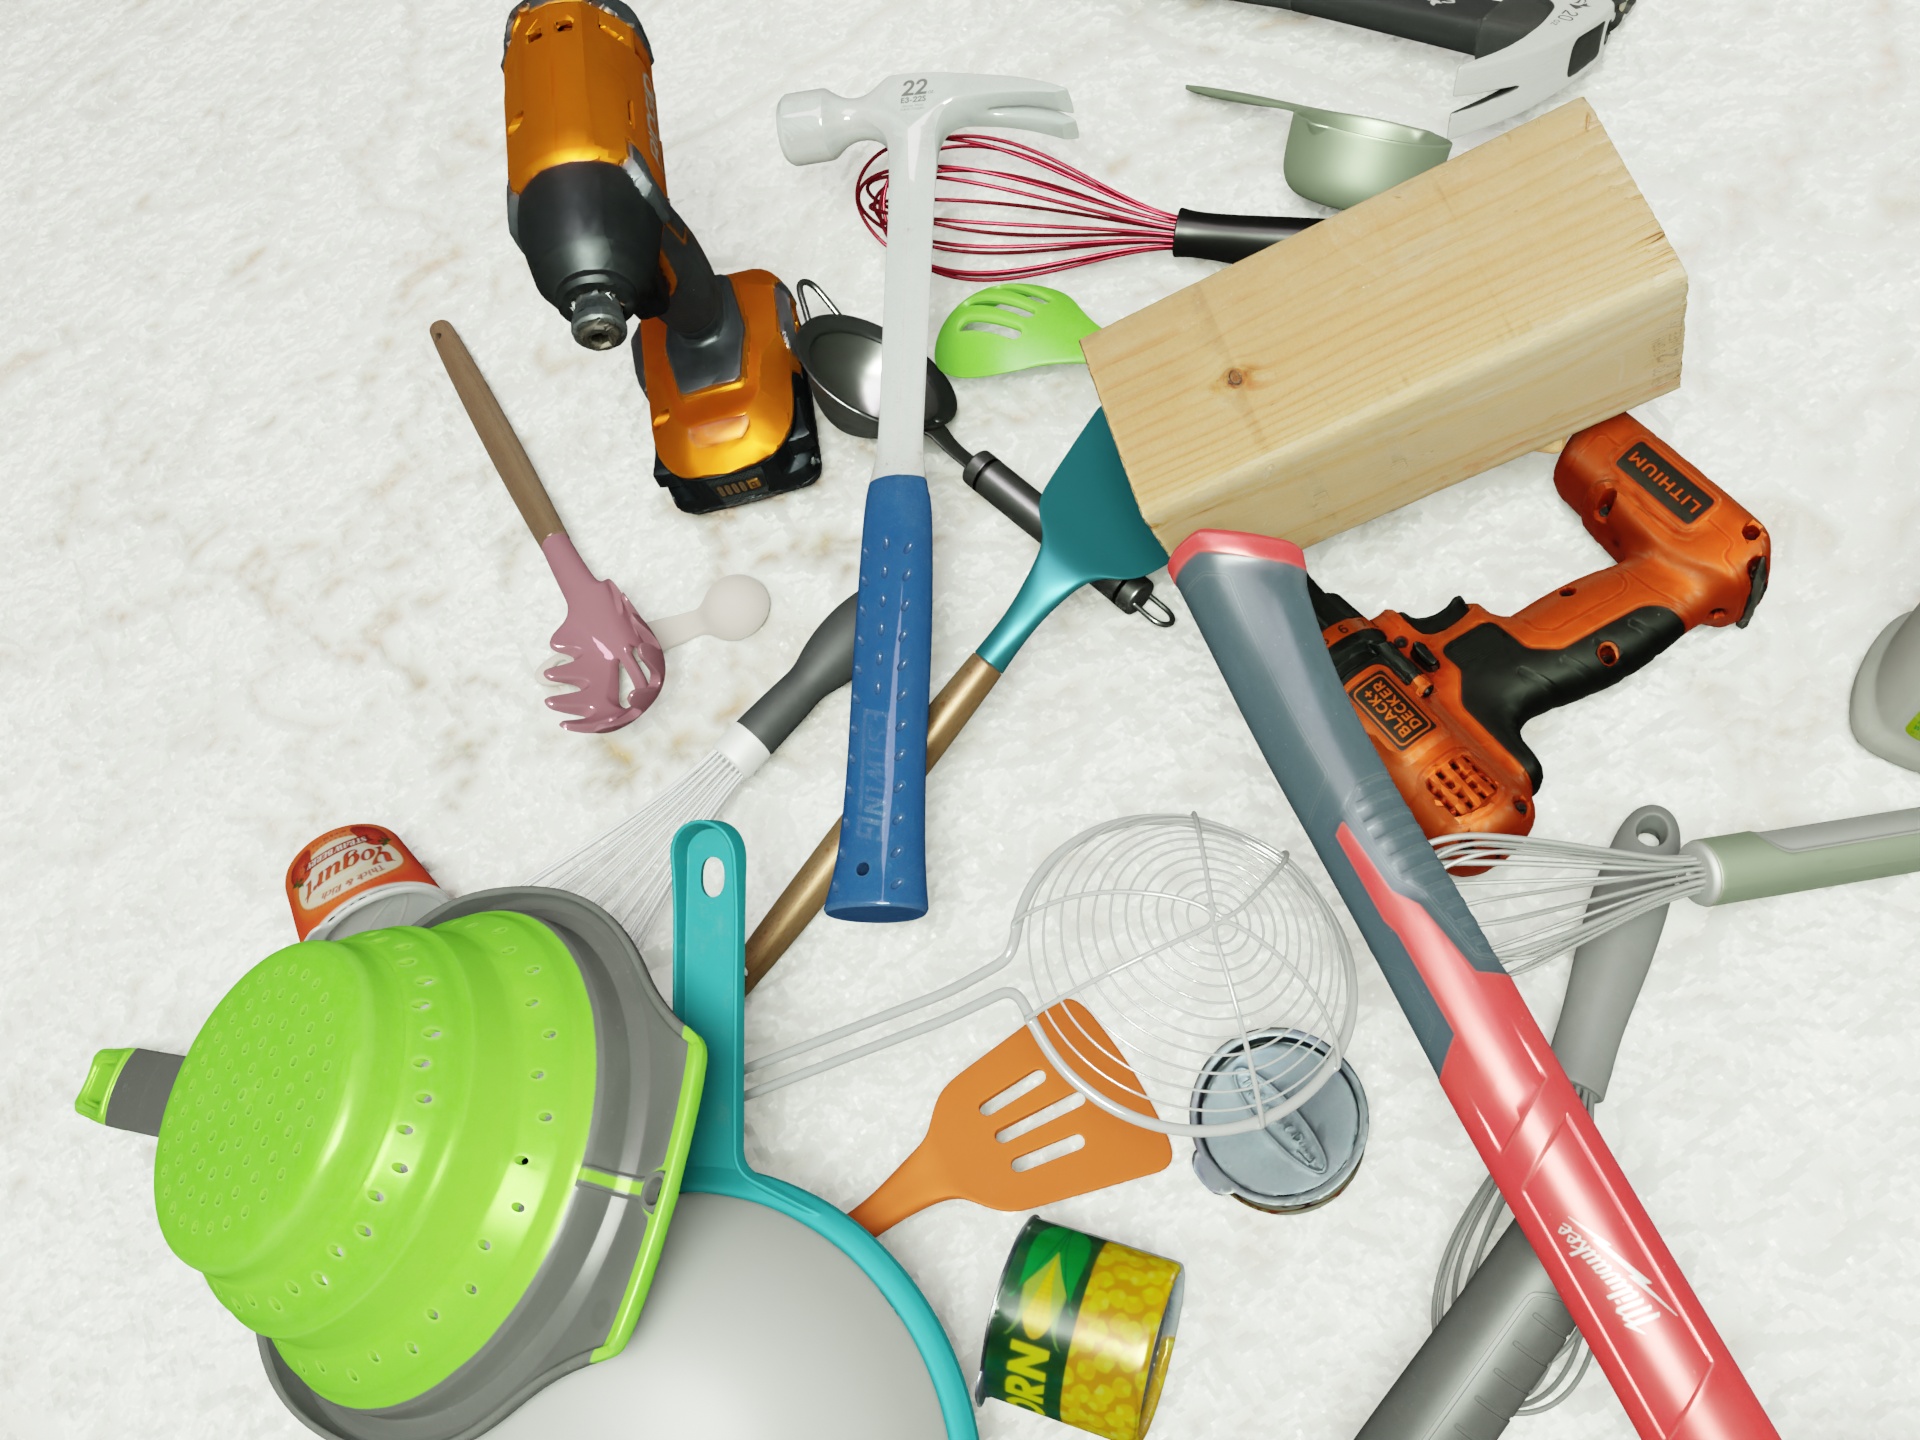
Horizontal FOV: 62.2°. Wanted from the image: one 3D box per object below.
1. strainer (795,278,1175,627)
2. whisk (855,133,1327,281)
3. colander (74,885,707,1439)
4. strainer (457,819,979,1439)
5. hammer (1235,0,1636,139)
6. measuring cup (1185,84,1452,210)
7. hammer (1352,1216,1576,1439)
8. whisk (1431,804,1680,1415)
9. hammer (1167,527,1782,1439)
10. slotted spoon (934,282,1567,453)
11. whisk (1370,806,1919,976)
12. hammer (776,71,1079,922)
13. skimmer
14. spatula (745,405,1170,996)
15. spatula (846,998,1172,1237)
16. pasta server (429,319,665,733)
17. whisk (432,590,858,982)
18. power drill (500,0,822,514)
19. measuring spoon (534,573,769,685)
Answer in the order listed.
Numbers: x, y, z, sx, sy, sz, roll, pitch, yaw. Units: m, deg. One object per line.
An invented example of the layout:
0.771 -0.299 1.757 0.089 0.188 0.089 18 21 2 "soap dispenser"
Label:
0.003 -0.121 0.758 0.259 0.050 0.087 42 39 21 "strainer"
0.088 -0.242 0.783 0.296 0.073 0.073 11 69 13 "whisk"
-0.271 0.145 0.602 0.397 0.094 0.205 -4 63 38 "colander"
-0.105 0.204 0.552 0.211 0.095 0.340 -2 85 19 "strainer"
0.160 -0.379 0.822 0.335 0.035 0.146 26 55 27 "hammer"
0.166 -0.285 0.791 0.083 0.038 0.168 -11 33 -34 "measuring cup"
0.119 0.281 0.517 0.128 0.033 0.331 36 91 27 "hammer"
0.228 0.135 0.584 0.055 0.055 0.239 18 67 21 "whisk"
0.151 0.106 0.513 0.143 0.038 0.387 -31 67 13 "hammer"
0.117 -0.160 0.724 0.314 0.031 0.070 19 59 30 "slotted spoon"
0.261 0.056 0.579 0.246 0.059 0.058 -7 22 -11 "whisk"
-0.021 -0.115 0.697 0.144 0.035 0.406 -3 71 14 "hammer"
-0.029 0.137 0.628 0.363 0.090 0.127 -24 54 23 "skimmer"
-0.001 -0.002 0.698 0.082 0.044 0.317 39 91 10 "spatula"
-0.069 0.225 0.631 0.322 0.041 0.081 -34 61 2 "spatula"
-0.219 -0.110 0.802 0.060 0.040 0.317 -42 58 13 "pasta server"
-0.121 0.036 0.711 0.070 0.070 0.284 36 74 25 "whisk"
-0.133 -0.186 0.715 0.084 0.226 0.164 -14 64 8 "power drill"
-0.153 -0.043 0.773 0.124 0.018 0.034 -19 63 6 "measuring spoon"
